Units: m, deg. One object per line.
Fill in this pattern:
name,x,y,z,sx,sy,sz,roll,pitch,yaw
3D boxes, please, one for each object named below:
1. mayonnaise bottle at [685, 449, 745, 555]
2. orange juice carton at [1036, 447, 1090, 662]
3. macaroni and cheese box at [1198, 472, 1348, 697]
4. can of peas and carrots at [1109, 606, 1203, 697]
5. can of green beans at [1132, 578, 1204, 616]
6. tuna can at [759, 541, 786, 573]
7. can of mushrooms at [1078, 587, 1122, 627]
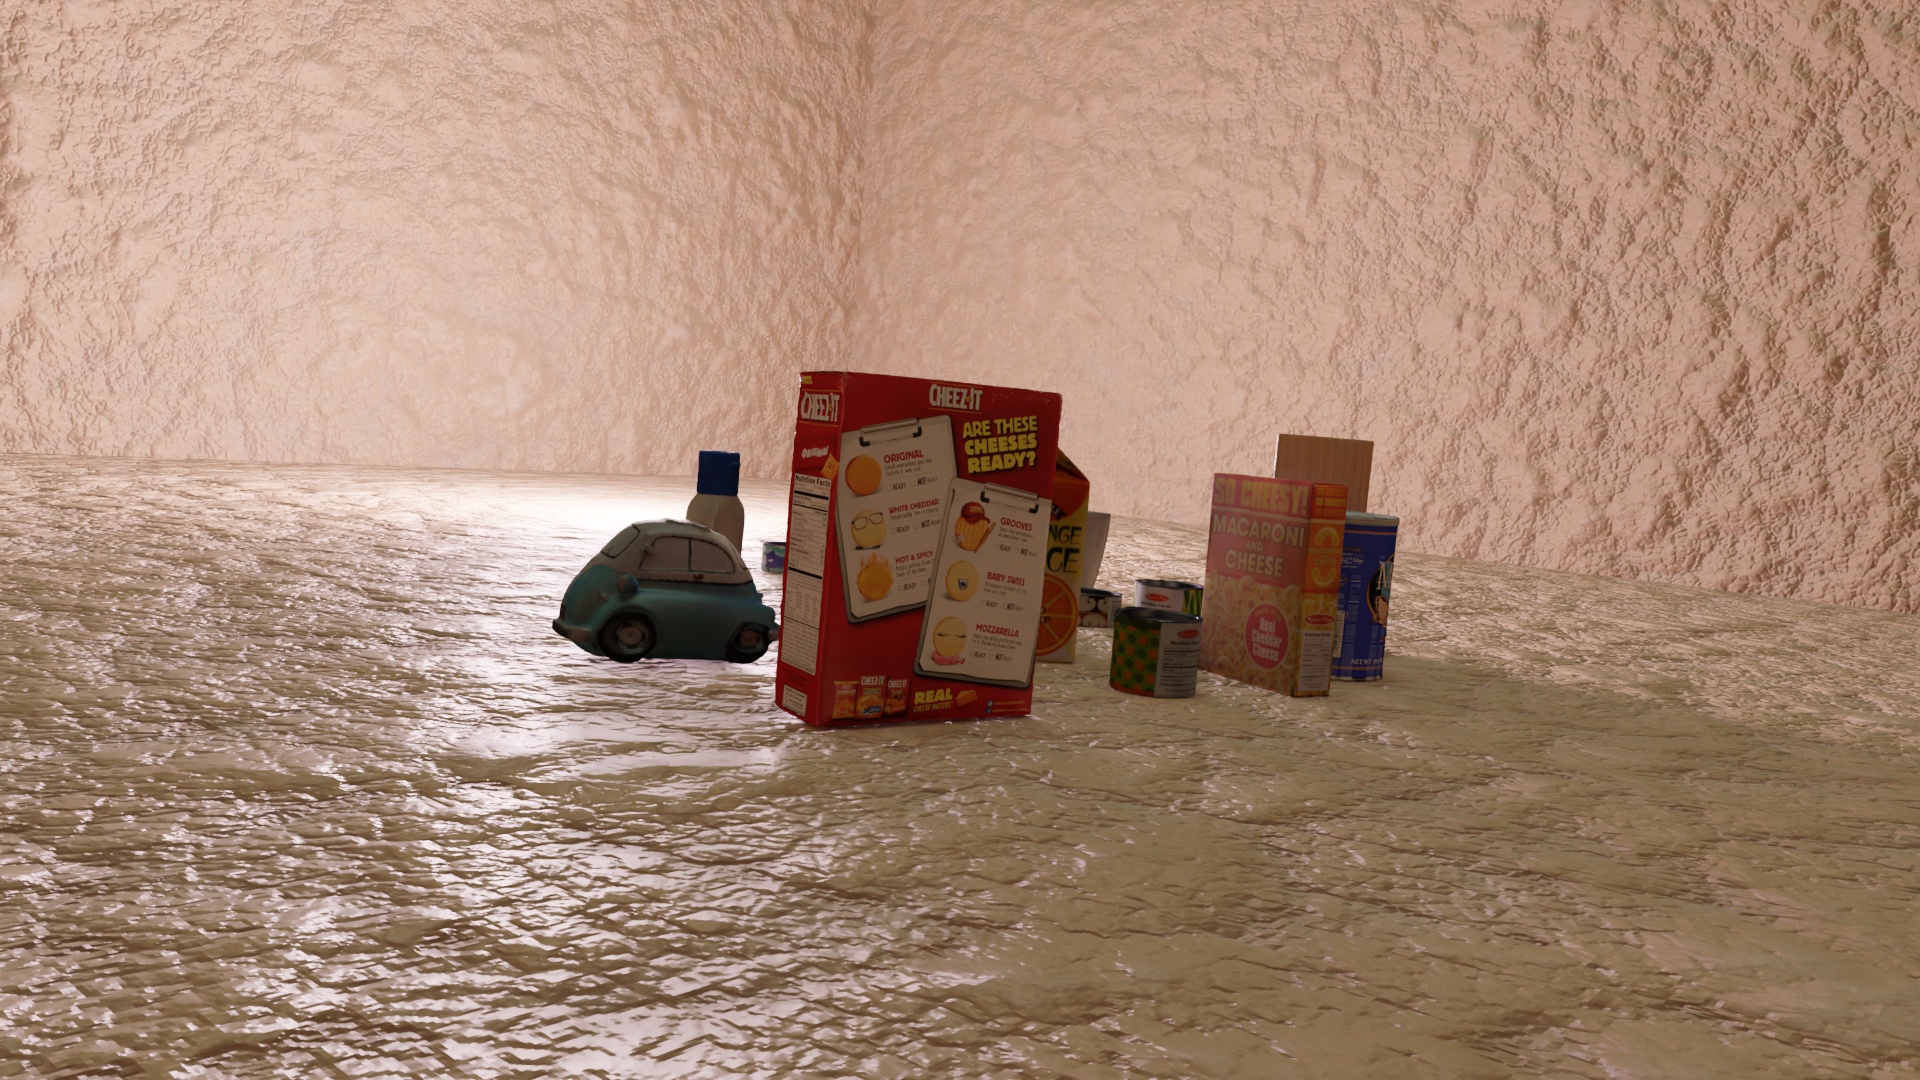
mayonnaise bottle,-0.215,-0.004,1.209,0.041,0.148,0.065,6,4,23
orange juice carton,0.060,0.000,1.157,0.073,0.192,0.072,4,4,-11
macaroni and cheese box,0.250,0.032,1.122,0.040,0.166,0.123,3,5,-29
can of peas and carrots,0.146,0.084,1.048,0.071,0.058,0.071,5,4,0
can of green beans,0.192,0.068,1.290,0.071,0.057,0.071,5,4,0
tuna can,-0.204,0.020,1.636,0.071,0.033,0.071,5,5,0
can of mushrooms,0.126,0.066,1.397,0.071,0.033,0.071,5,5,0
